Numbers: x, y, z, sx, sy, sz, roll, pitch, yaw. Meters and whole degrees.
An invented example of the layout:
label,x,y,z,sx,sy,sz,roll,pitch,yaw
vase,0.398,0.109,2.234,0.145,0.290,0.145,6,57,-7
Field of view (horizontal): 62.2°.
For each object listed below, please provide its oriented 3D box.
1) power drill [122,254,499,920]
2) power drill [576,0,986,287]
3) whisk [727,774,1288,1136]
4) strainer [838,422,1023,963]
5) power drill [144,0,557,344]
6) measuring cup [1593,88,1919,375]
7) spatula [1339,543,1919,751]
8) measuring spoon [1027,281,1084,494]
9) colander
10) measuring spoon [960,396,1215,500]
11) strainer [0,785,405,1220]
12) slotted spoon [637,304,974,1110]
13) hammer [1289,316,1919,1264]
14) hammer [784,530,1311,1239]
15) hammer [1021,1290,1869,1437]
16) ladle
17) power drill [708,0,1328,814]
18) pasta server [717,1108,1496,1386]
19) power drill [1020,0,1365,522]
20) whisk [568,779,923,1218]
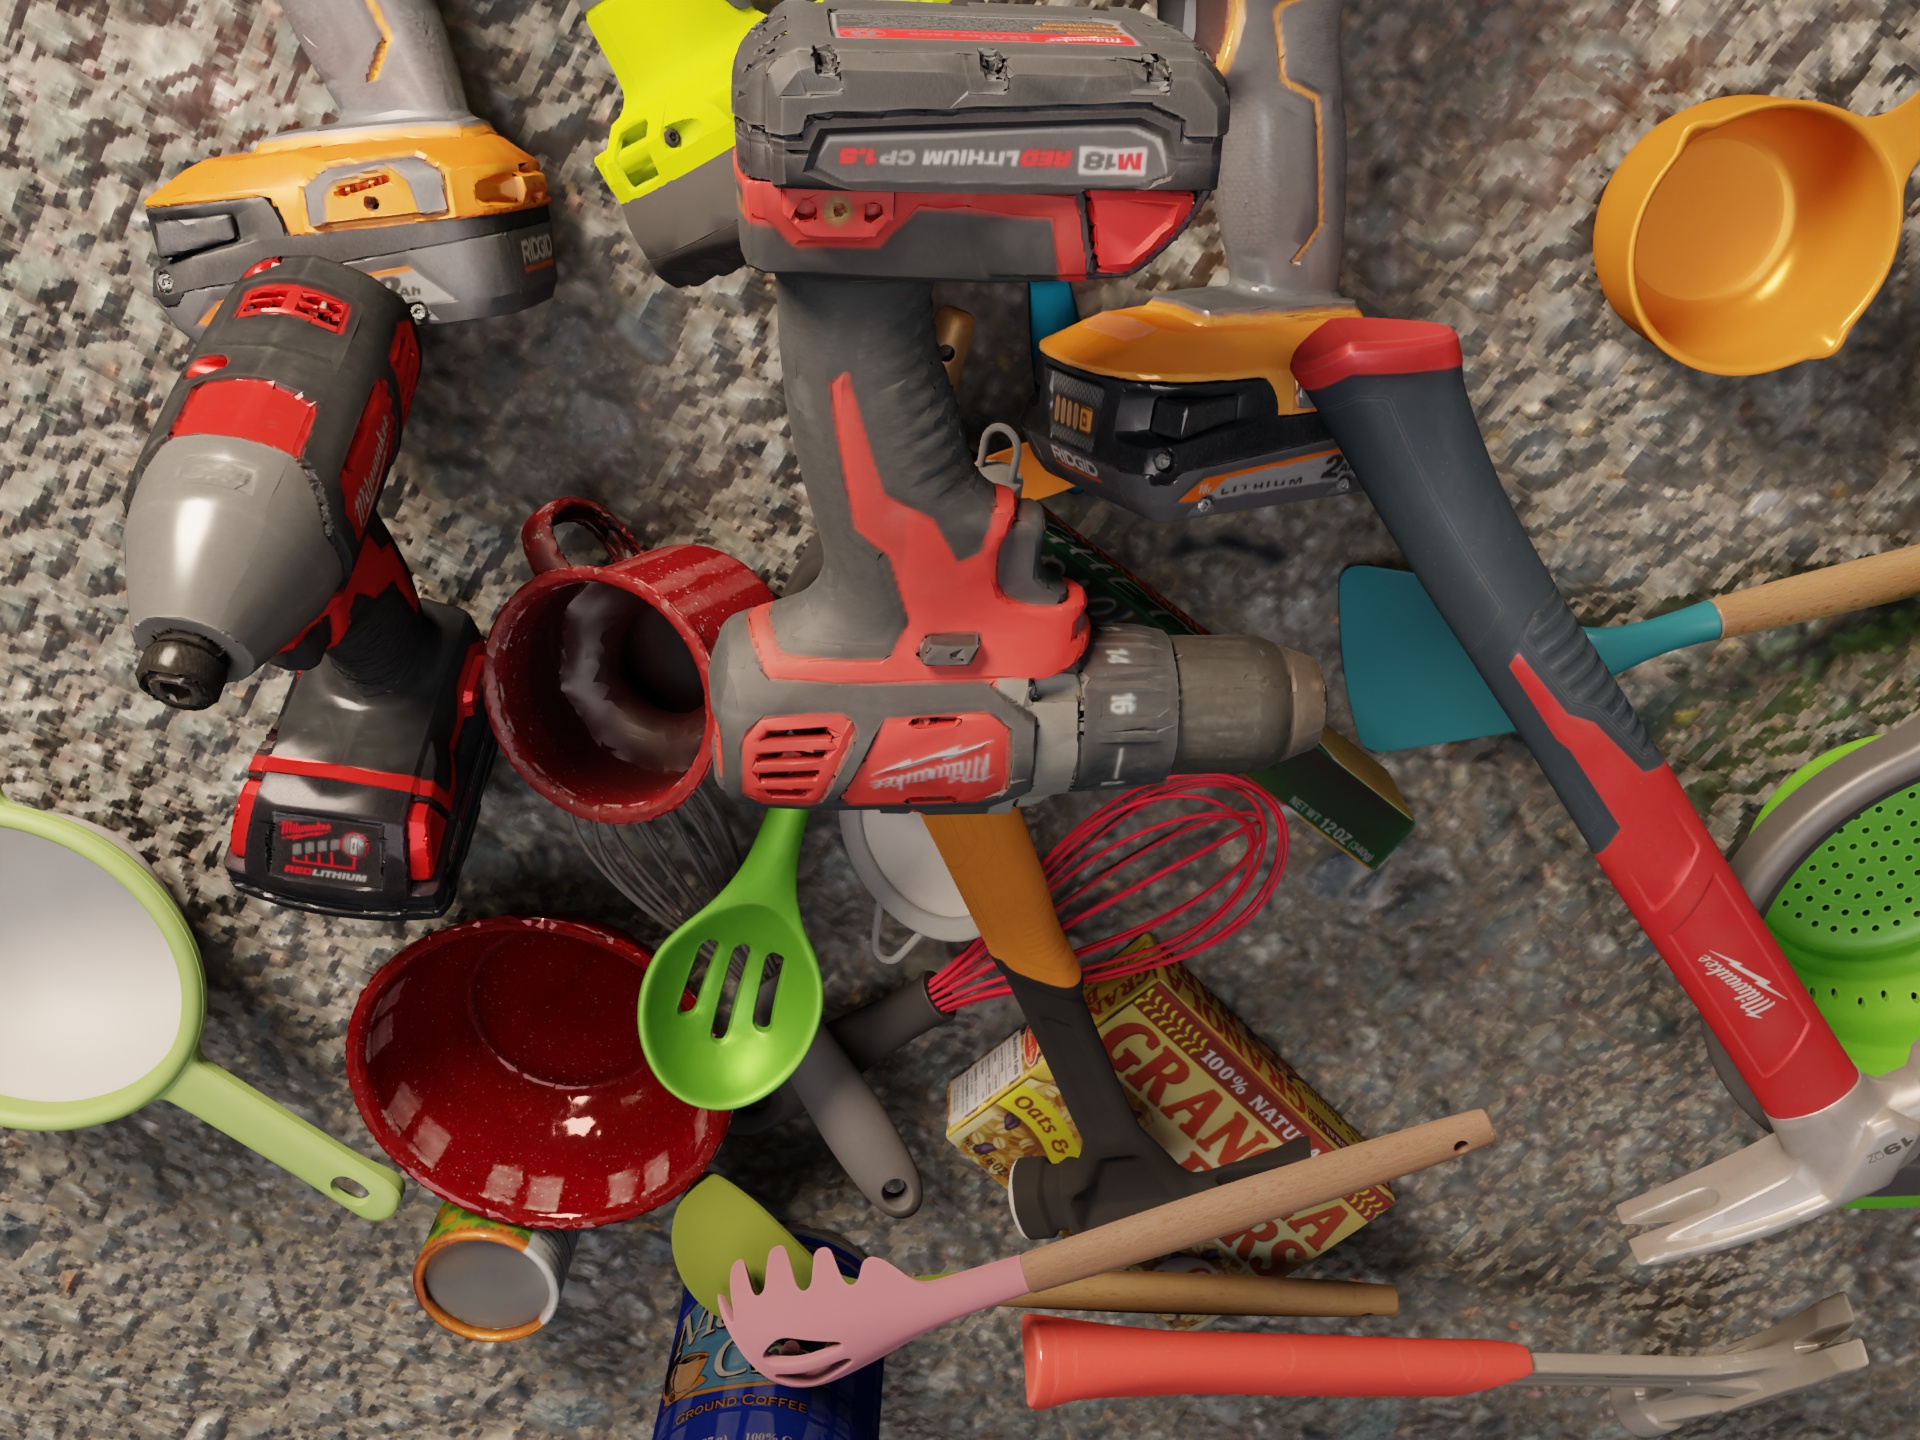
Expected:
label,x,y,z,sx,sy,sz,roll,pitch,yaw
power drill,-0.209,-0.025,0.519,0.078,0.143,0.219,8,147,-4
power drill,-0.083,-0.257,0.453,0.080,0.171,0.223,-1,128,47
whisk,0.007,0.108,0.669,0.296,0.073,0.073,-32,111,21
strainer,-0.001,-0.002,0.594,0.087,0.050,0.258,33,138,22
power drill,-0.221,-0.238,0.496,0.164,0.084,0.226,-5,111,3
measuring cup,0.293,-0.191,0.528,0.173,0.052,0.095,-39,109,15
spatula,0.308,-0.050,0.610,0.317,0.044,0.082,-13,114,1
measuring spoon,0.034,-0.140,0.568,0.042,0.021,0.128,-8,114,5
colander,0.369,-0.002,0.589,0.204,0.095,0.396,-6,115,5
measuring spoon,0.043,-0.096,0.568,0.117,0.011,0.021,-22,112,-22
strainer,-0.337,0.121,0.670,0.256,0.069,0.151,40,107,-17
slotted spoon,-0.050,0.004,0.575,0.070,0.031,0.313,16,109,-12
hammer,0.211,0.035,0.539,0.143,0.038,0.386,-33,111,18
hammer,0.028,0.072,0.586,0.127,0.034,0.336,-13,121,19
hammer,0.202,0.280,0.693,0.359,0.037,0.149,7,143,-15
ladle,0.033,0.238,0.700,0.320,0.062,0.078,3,145,-4
power drill,0.022,-0.071,0.443,0.188,0.080,0.226,-1,123,-6
pasta server,0.051,0.202,0.621,0.316,0.040,0.060,-21,117,8
power drill,0.069,-0.180,0.486,0.185,0.084,0.226,-12,119,-28
whisk,-0.083,0.109,0.651,0.055,0.055,0.239,-29,100,13
